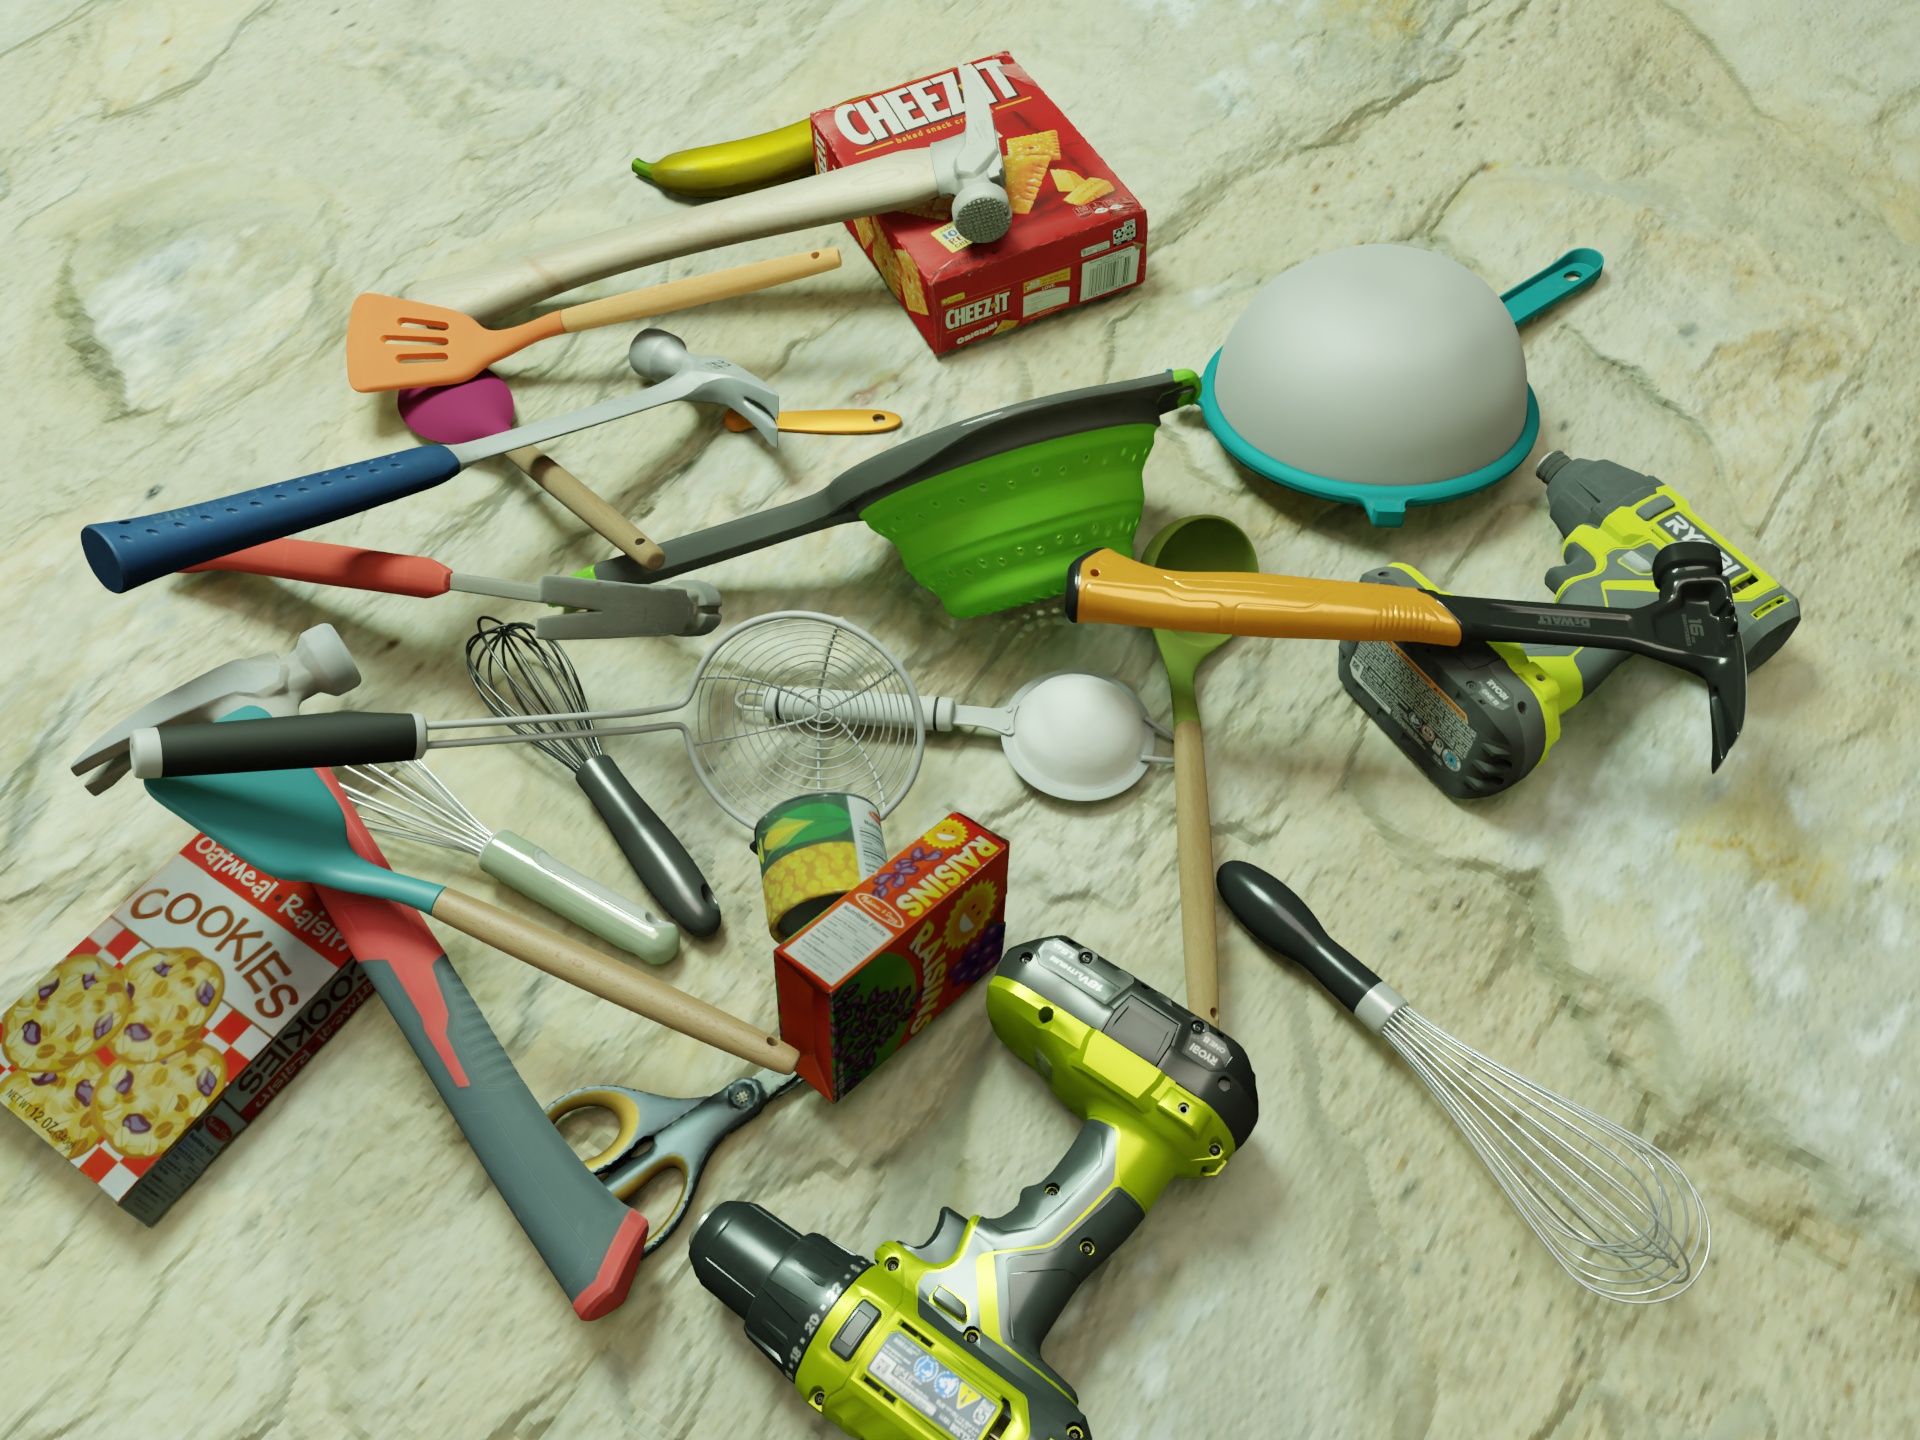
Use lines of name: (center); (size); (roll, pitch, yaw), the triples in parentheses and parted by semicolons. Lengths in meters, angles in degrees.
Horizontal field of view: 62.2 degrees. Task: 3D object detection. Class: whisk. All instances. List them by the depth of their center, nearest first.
whisk: (0.224, 0.160, 0.756); (0.070, 0.070, 0.285); (-34, 56, -20)
whisk: (-0.252, 0.064, 0.840); (0.246, 0.057, 0.059); (26, 95, 13)
whisk: (-0.199, 0.026, 0.864); (0.055, 0.055, 0.239); (-33, 64, -19)

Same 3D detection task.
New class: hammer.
hammer: (-0.279, 0.124, 0.759); (0.143, 0.038, 0.387); (-31, 67, -20)
hammer: (0.221, -0.048, 0.810); (0.337, 0.034, 0.127); (5, 55, 6)
hammer: (-0.319, -0.081, 0.882); (0.359, 0.149, 0.036); (9, 97, 23)
hammer: (-0.277, -0.149, 0.898); (0.144, 0.035, 0.405); (28, 39, 31)
hammer: (-0.173, -0.335, 1.066); (0.410, 0.038, 0.146); (-12, 57, 8)

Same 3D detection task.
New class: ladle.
ladle: (0.130, 0.020, 0.838); (0.078, 0.062, 0.320); (28, 46, -29)

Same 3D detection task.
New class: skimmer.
skimmer: (-0.192, 0.012, 0.767); (0.363, 0.127, 0.090); (-4, 20, -33)

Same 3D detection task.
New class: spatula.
spatula: (-0.217, 0.088, 0.737); (0.317, 0.044, 0.082); (24, 30, 4)
spatula: (-0.235, -0.267, 1.021); (0.322, 0.041, 0.081); (-11, 64, 8)

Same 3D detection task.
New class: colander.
colander: (-0.044, -0.092, 0.911); (0.397, 0.204, 0.094); (-16, 91, 9)

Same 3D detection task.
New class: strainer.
strainer: (-0.001, -0.003, 0.883); (0.258, 0.050, 0.087); (4, 56, 8)
strainer: (0.306, -0.262, 1.007); (0.340, 0.095, 0.211); (-32, 53, -24)

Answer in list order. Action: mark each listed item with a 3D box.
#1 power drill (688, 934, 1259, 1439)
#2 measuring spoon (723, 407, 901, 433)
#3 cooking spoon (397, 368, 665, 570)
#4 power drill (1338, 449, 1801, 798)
power drill: (0.010, 0.214, 0.711); (0.191, 0.080, 0.228); (30, 64, 20)
measuring spoon: (-0.097, -0.198, 1.035); (0.117, 0.011, 0.021); (1, 55, 2)
cooking spoon: (-0.264, -0.161, 0.970); (0.069, 0.017, 0.319); (-35, 47, -21)
power drill: (0.331, -0.064, 0.896); (0.223, 0.080, 0.171); (-26, 59, -20)
